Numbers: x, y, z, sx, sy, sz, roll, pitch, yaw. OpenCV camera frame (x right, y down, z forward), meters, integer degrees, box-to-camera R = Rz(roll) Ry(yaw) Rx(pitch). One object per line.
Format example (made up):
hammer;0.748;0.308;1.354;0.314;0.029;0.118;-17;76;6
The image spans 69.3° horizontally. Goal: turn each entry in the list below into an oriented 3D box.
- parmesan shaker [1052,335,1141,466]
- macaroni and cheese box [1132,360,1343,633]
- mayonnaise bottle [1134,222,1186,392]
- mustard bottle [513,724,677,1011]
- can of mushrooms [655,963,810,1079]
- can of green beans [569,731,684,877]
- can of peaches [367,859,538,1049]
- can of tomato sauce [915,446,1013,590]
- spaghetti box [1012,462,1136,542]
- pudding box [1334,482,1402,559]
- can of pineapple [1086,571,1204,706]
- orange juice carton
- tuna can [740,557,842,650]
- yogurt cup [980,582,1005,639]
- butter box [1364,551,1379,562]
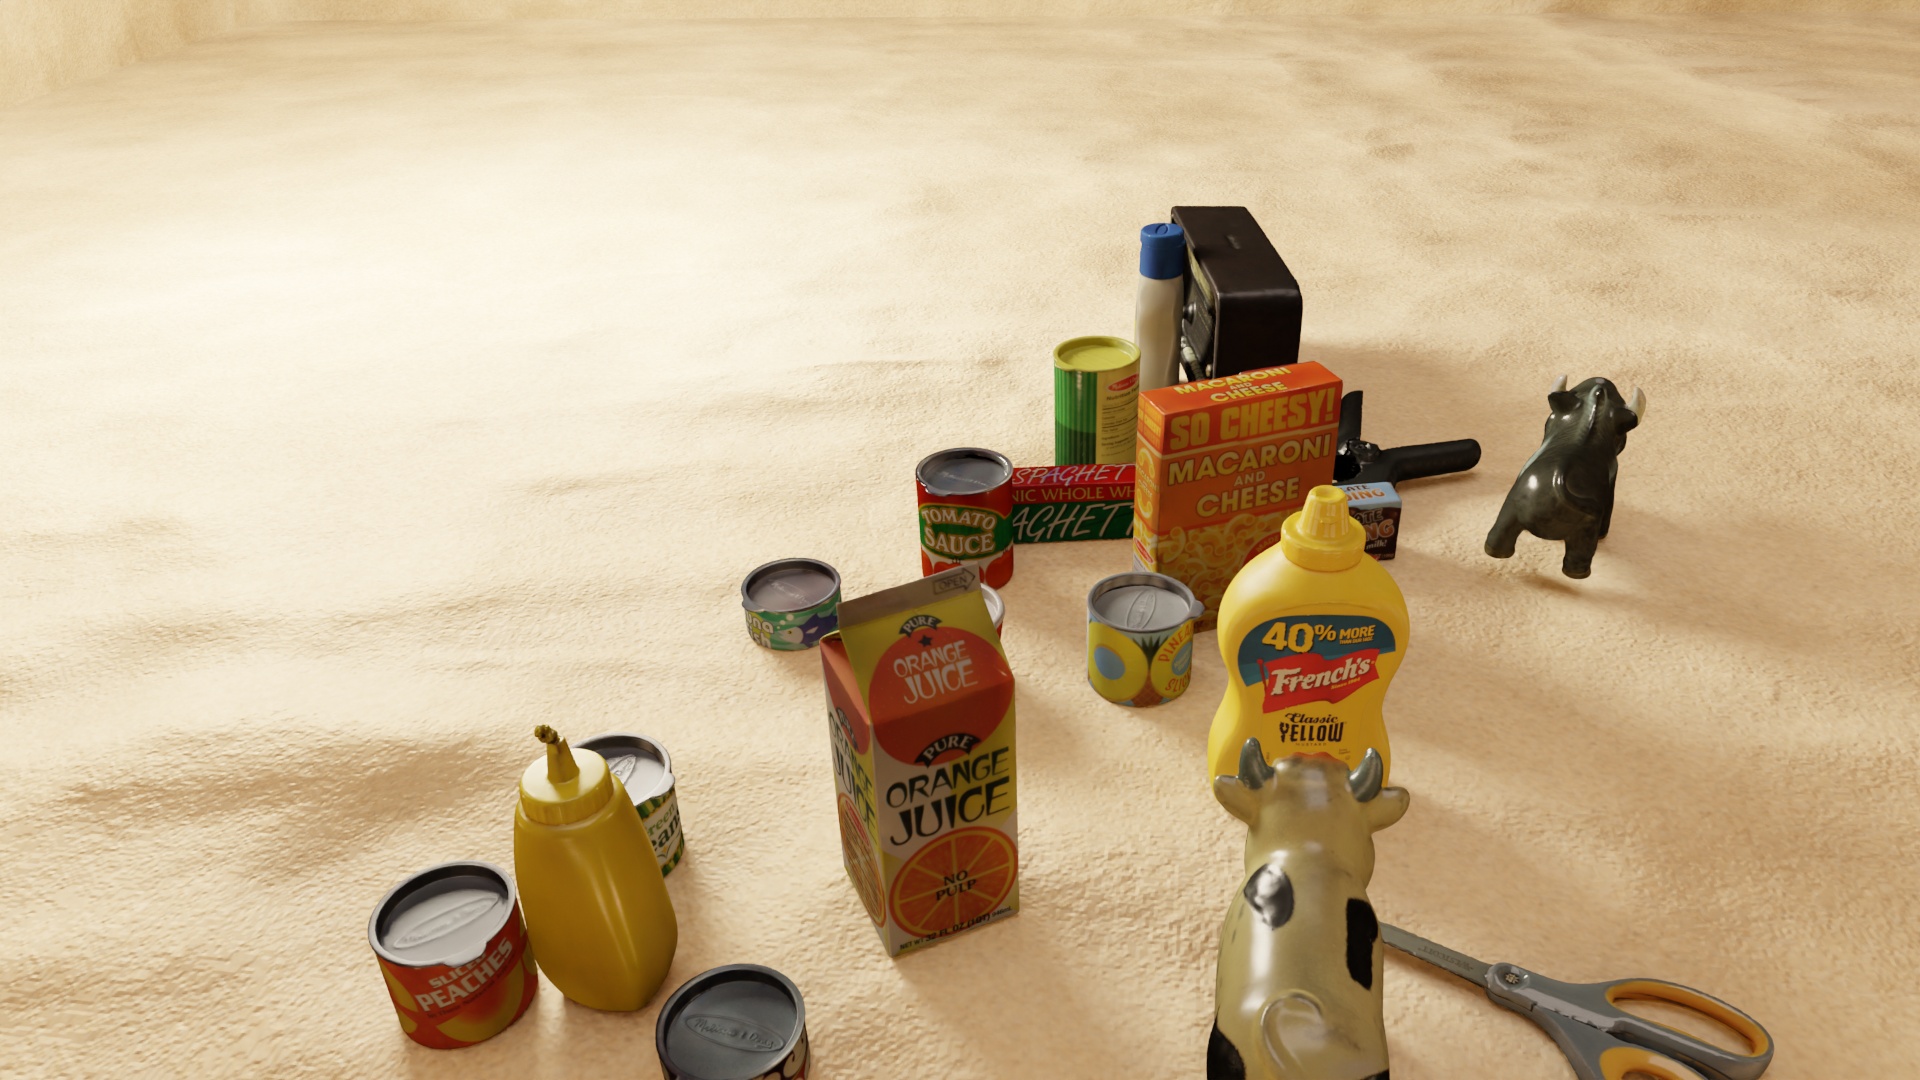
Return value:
parmesan shaker;0.102;-0.097;1.071;0.071;0.102;0.071;-2;31;1
macaroni and cheese box;0.173;-0.024;0.886;0.124;0.165;0.040;-12;32;-15
mayonnaise bottle;0.169;-0.194;1.183;0.041;0.147;0.065;6;32;14
mustard bottle;-0.171;0.145;0.635;0.065;0.159;0.049;8;33;17
can of mushrooms;-0.102;0.226;0.618;0.071;0.033;0.071;-2;31;1
can of green beans;-0.182;0.145;0.735;0.071;0.057;0.071;-2;31;1
can of peaches;-0.237;0.196;0.654;0.071;0.057;0.071;-2;31;1
can of tomato sauce;0.003;-0.012;0.956;0.071;0.082;0.071;-2;31;1
spaghetti box;0.114;-0.028;1.008;0.250;0.050;0.029;-3;31;-1
pudding box;0.262;-0.012;0.971;0.084;0.049;0.030;-4;31;-3
can of pineapple;0.112;0.061;0.853;0.071;0.057;0.071;-2;31;1
orange juice carton;-0.020;0.100;0.668;0.072;0.191;0.073;-15;33;-19
tuna can;-0.113;0.043;0.922;0.071;0.032;0.071;-2;31;1
yogurt cup;-0.006;0.063;0.861;0.072;0.053;0.073;-2;31;1
butter box;0.232;0.052;0.865;0.024;0.052;0.104;15;35;27
